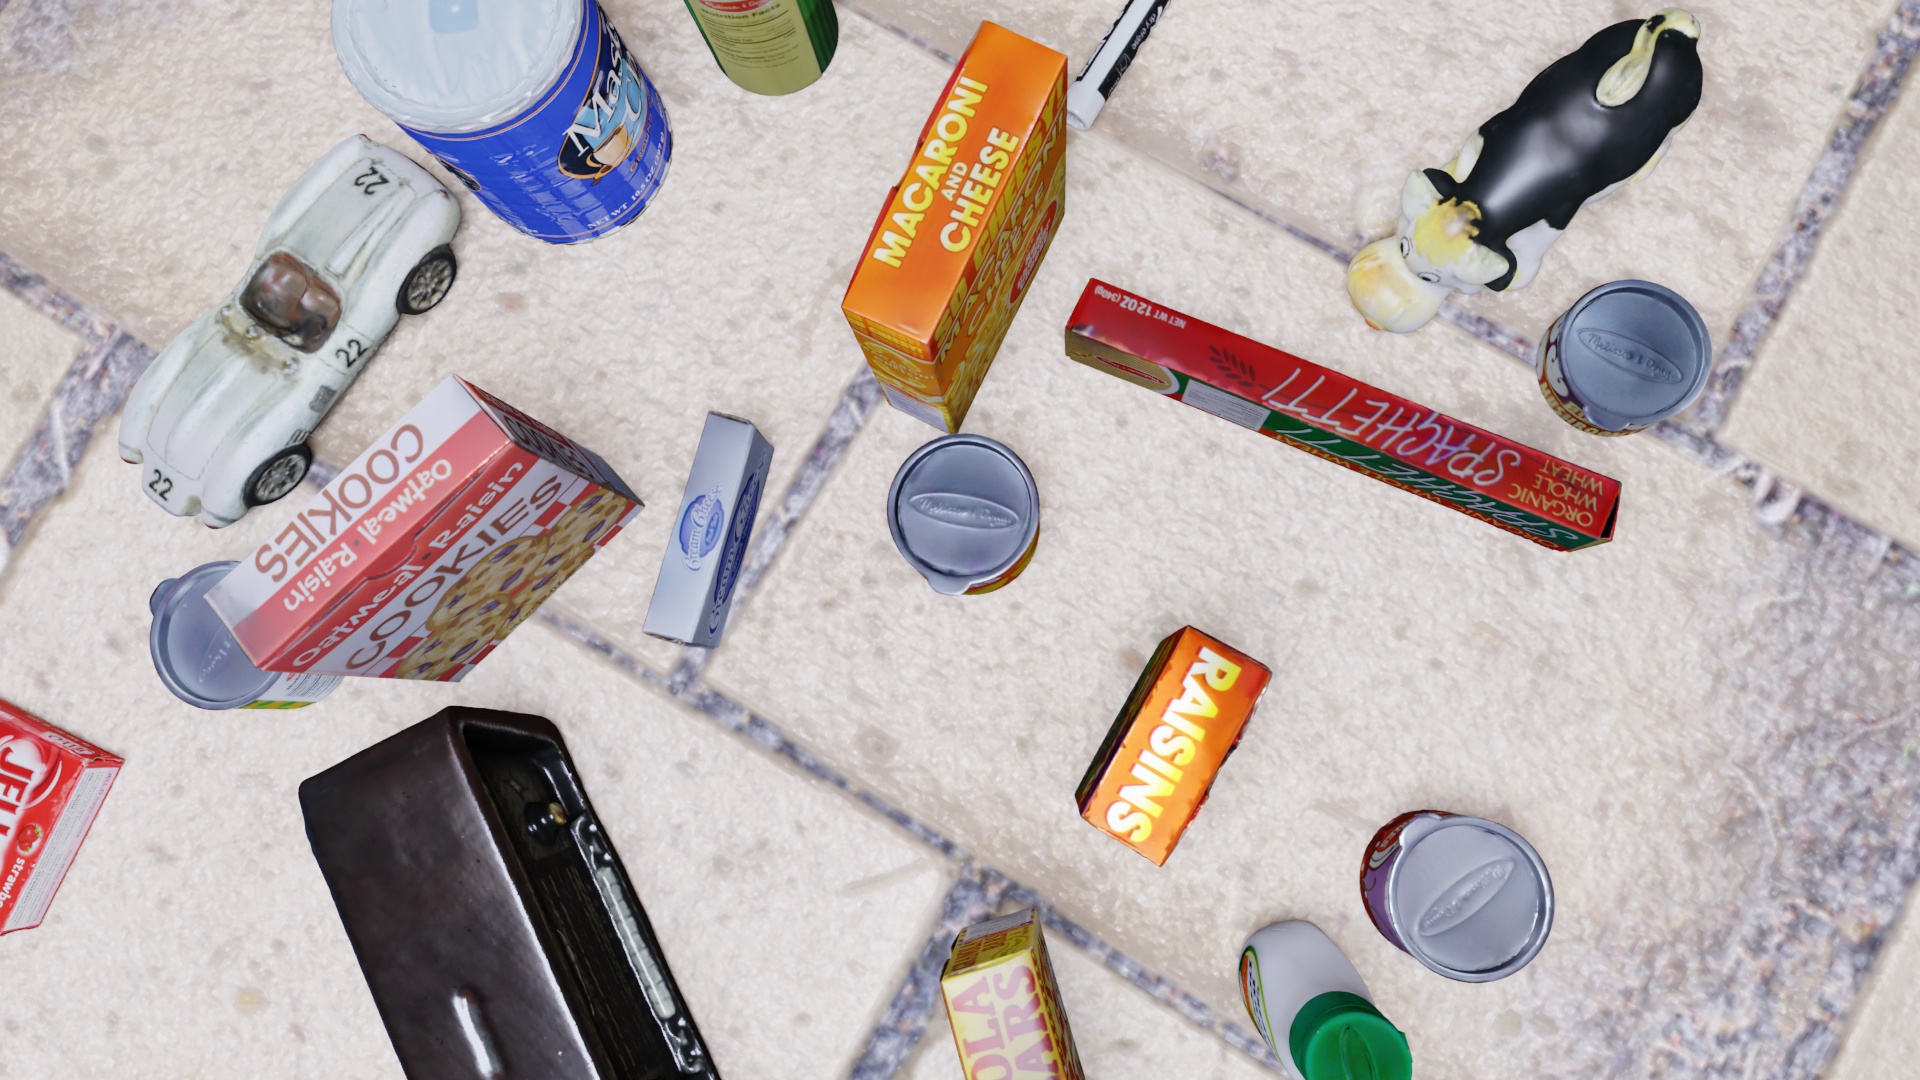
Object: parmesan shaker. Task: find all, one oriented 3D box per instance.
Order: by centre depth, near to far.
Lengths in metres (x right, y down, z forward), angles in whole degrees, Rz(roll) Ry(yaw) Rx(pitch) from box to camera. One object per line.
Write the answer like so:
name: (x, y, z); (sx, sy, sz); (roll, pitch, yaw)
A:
parmesan shaker: (-0.099, -0.259, 0.643); (0.071, 0.103, 0.071); (0, 82, 4)

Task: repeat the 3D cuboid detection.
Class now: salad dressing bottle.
salad dressing bottle: (0.140, 0.187, 0.543); (0.044, 0.147, 0.064); (-14, 82, 2)

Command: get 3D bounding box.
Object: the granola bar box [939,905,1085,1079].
granola bar box: (0.034, 0.240, 0.554); (0.039, 0.124, 0.165); (-16, 82, 2)

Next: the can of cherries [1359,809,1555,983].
can of cherries: (0.207, 0.146, 0.589); (0.071, 0.058, 0.071); (0, 82, 4)

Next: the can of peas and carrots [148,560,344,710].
can of peas and carrots: (-0.324, 0.044, 0.637); (0.071, 0.058, 0.071); (0, 82, 4)

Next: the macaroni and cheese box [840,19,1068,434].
macaroni and cheese box: (0.002, -0.121, 0.585); (0.040, 0.166, 0.124); (25, 85, 7)

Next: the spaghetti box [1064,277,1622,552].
spaghetti box: (0.167, -0.055, 0.624); (0.250, 0.050, 0.029); (22, 85, 6)

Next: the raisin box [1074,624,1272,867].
raisin box: (0.084, 0.083, 0.573); (0.040, 0.123, 0.086); (30, 85, 7)

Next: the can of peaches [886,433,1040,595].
can of peaches: (0.002, -0.008, 0.624); (0.071, 0.058, 0.071); (0, 82, 4)

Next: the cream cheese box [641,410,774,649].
cream cheese box: (-0.113, -0.003, 0.633); (0.024, 0.053, 0.104); (15, 83, 6)

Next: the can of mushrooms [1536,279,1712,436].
can of mushrooms: (0.297, -0.079, 0.628); (0.071, 0.033, 0.071); (0, 82, 4)

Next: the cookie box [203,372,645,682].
cookie box: (-0.211, 0.003, 0.581); (0.123, 0.167, 0.040); (-43, 82, -2)
